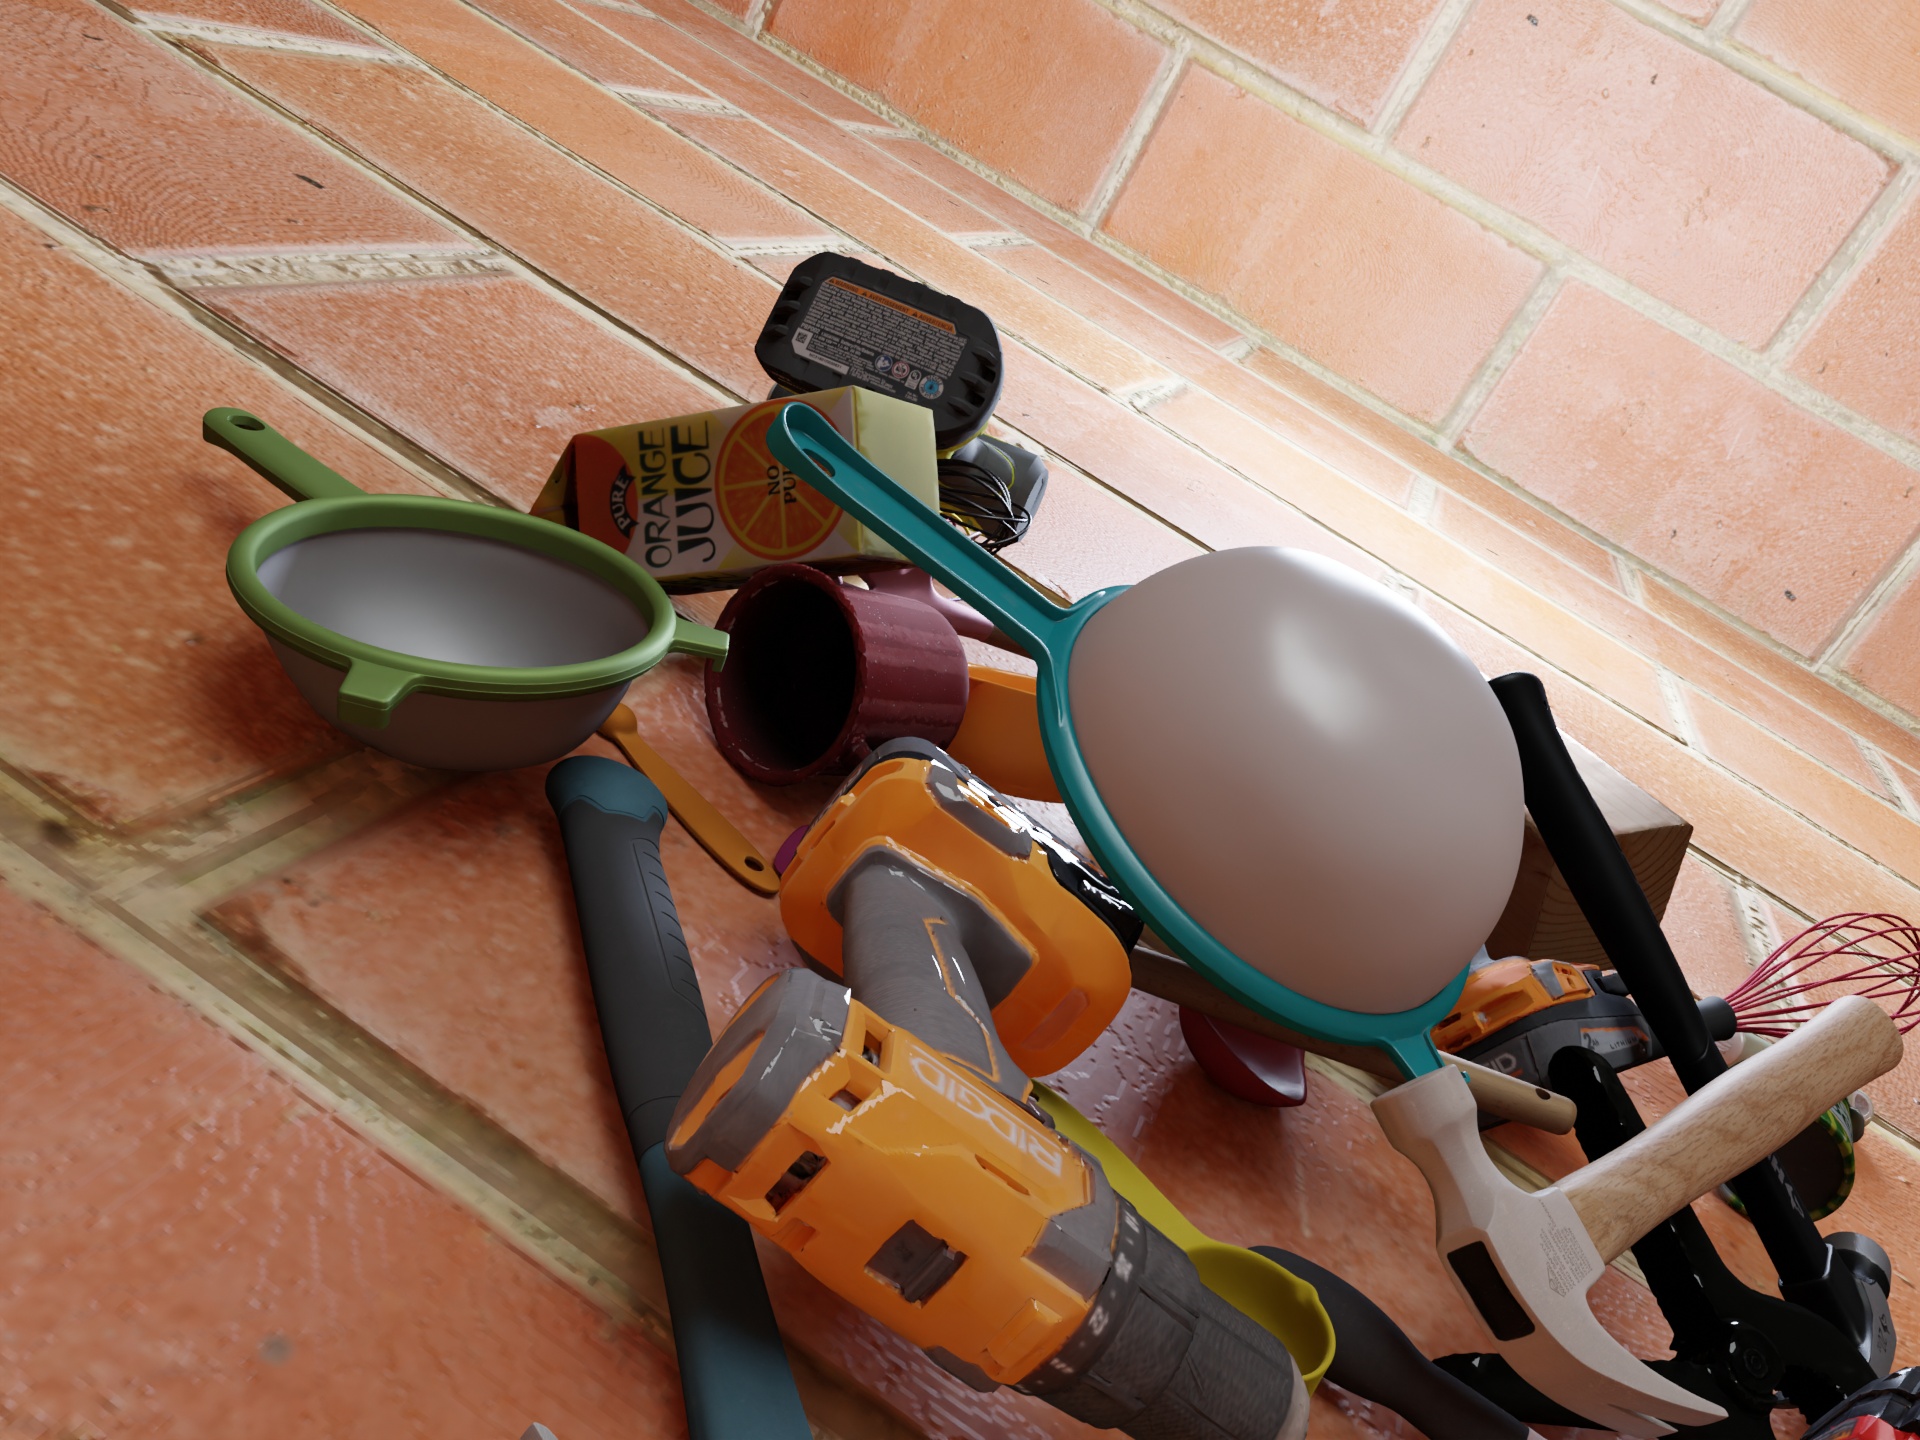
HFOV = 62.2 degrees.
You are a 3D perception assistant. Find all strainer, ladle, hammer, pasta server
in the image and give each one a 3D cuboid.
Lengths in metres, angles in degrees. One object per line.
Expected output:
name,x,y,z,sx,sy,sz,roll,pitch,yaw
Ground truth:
strainer,-0.220,-0.046,0.597,0.257,0.069,0.151,32,28,33
ladle,0.181,0.125,0.748,0.069,0.031,0.315,52,28,20
hammer,0.281,0.157,0.592,0.331,0.031,0.130,-8,65,-42
pasta server,0.037,-0.046,0.878,0.040,0.060,0.316,-8,-17,43
hammer,-0.081,0.118,0.461,0.128,0.033,0.331,16,27,-31
strainer,0.088,-0.030,0.582,0.340,0.095,0.211,36,38,-10
hammer,0.309,0.131,0.691,0.146,0.035,0.335,-19,81,-56

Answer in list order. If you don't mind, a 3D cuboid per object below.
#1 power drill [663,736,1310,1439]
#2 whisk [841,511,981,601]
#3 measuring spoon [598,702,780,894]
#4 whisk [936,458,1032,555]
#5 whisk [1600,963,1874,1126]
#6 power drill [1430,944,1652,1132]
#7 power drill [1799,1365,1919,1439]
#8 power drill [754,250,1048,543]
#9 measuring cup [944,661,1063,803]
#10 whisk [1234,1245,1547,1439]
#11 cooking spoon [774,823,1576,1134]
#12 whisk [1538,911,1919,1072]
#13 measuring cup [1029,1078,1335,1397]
power drill,0.016,0.109,0.481,0.185,0.084,0.226,37,16,-10
whisk,-0.049,-0.076,0.866,0.051,0.047,0.245,19,23,22
measuring spoon,-0.108,0.028,0.630,0.117,0.011,0.021,42,27,26
whisk,-0.054,-0.131,0.895,0.239,0.055,0.055,21,13,42
whisk,0.426,0.181,0.900,0.246,0.059,0.058,26,67,-17
power drill,0.228,0.073,0.756,0.164,0.084,0.227,4,54,-49
power drill,0.225,0.274,0.375,0.219,0.078,0.143,-28,57,-34
power drill,-0.047,-0.190,0.962,0.190,0.080,0.228,24,-7,9
measuring cup,-0.001,-0.002,0.781,0.174,0.052,0.095,17,8,42
whisk,0.206,0.256,0.493,0.285,0.070,0.070,32,23,18
cooking spoon,0.079,0.100,0.616,0.319,0.017,0.069,18,27,8
whisk,0.414,0.153,0.839,0.295,0.073,0.073,-8,39,-24
measuring cup,0.058,0.172,0.531,0.062,0.029,0.157,0,25,-38
